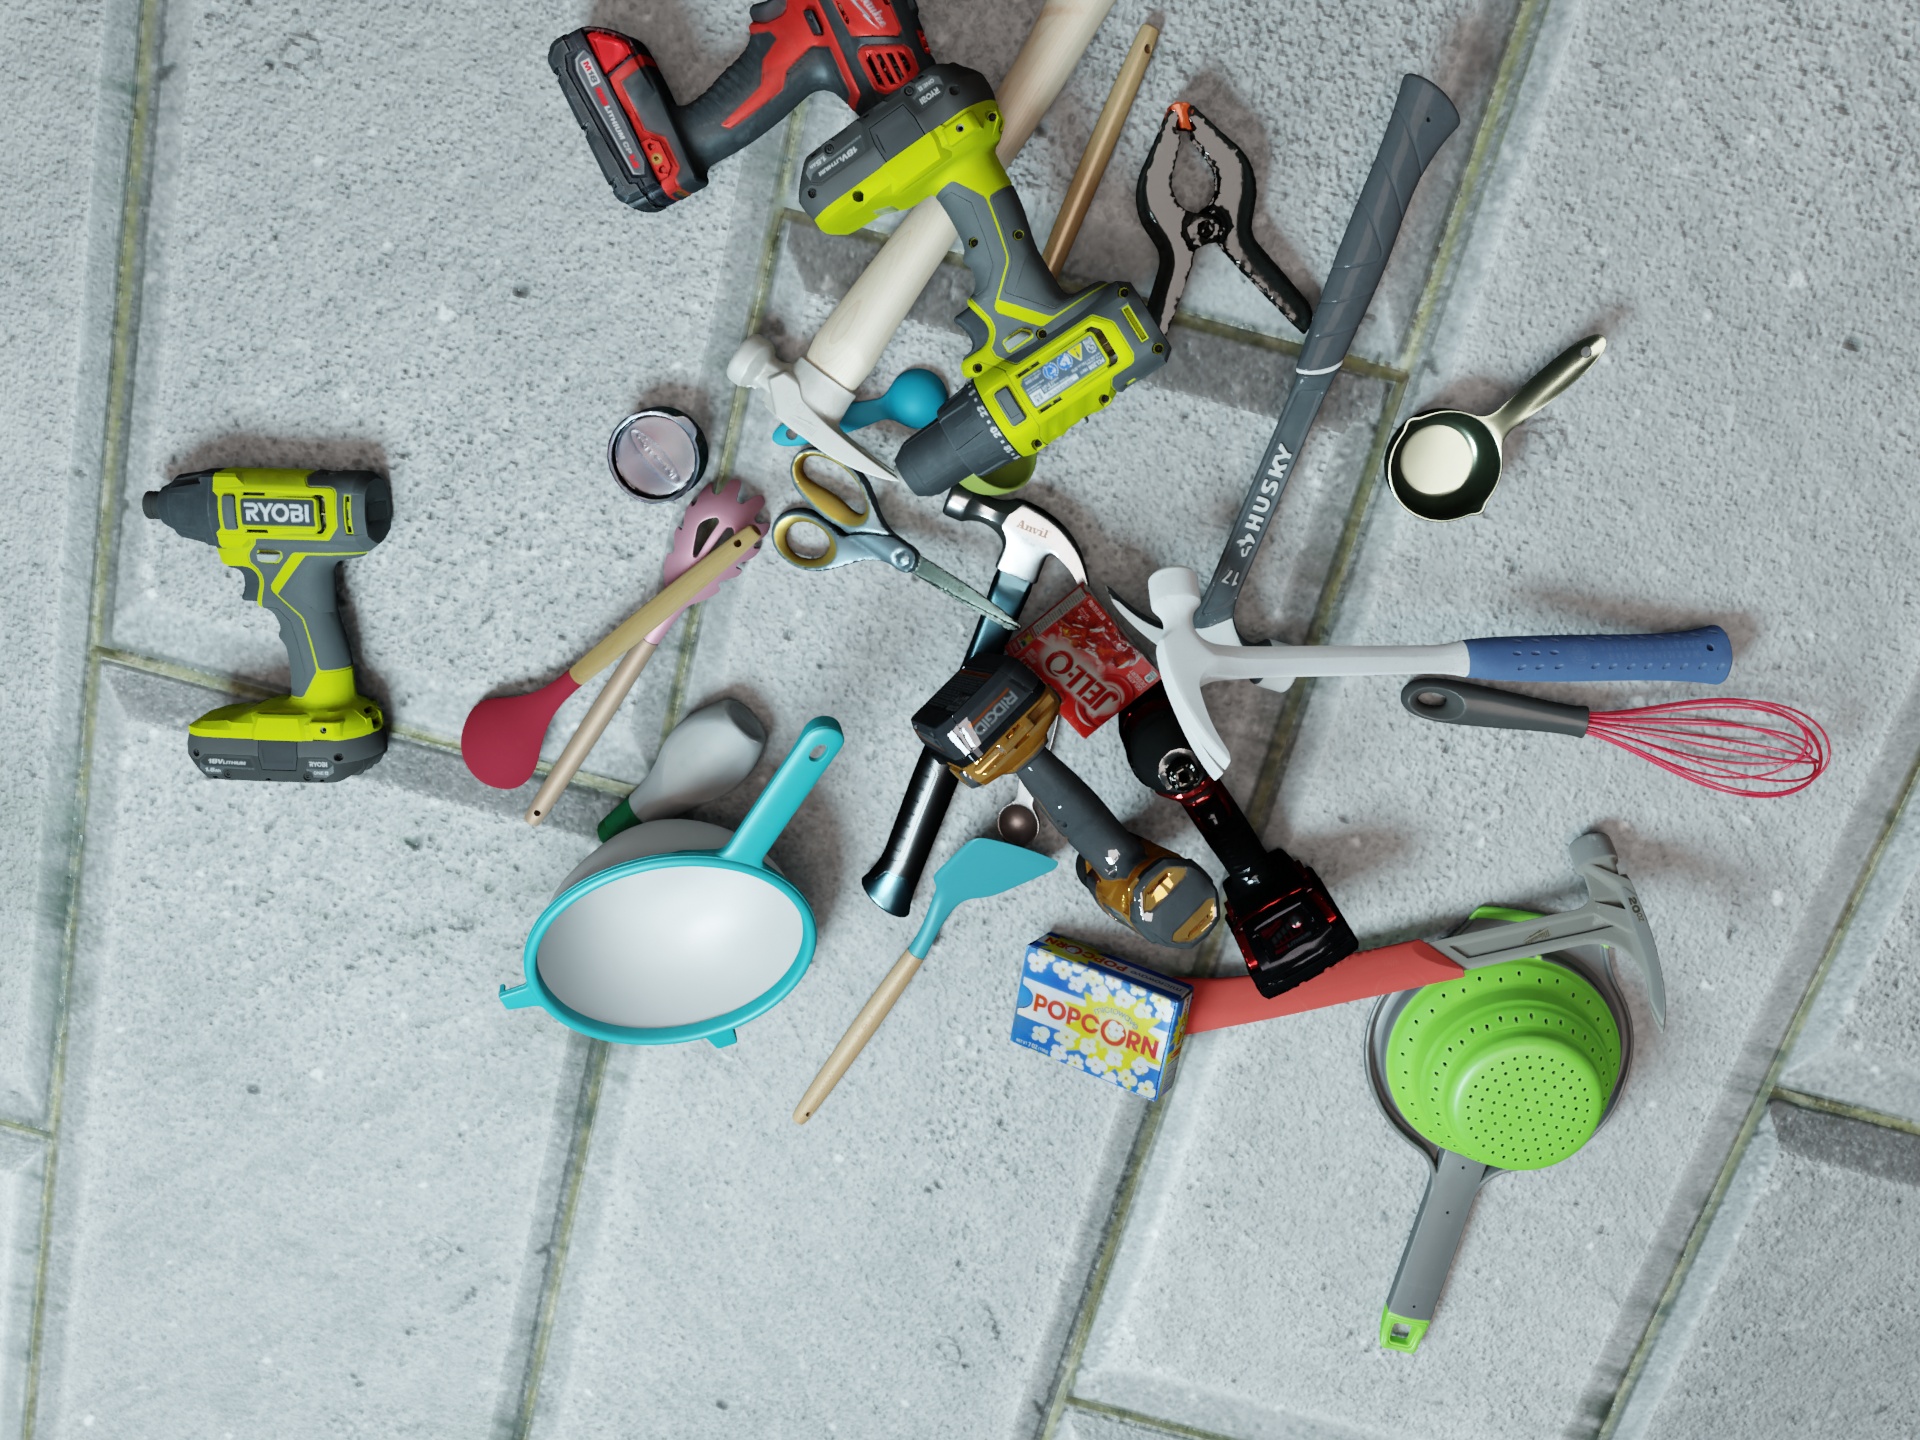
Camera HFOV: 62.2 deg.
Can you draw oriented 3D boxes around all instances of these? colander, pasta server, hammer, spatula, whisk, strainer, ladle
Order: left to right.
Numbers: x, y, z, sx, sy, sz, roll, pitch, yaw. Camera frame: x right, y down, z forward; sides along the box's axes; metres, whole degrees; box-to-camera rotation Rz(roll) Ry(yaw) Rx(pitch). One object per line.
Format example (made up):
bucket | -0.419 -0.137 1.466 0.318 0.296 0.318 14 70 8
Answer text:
ladle | -0.259 -0.045 1.153 0.315 0.031 0.069 -36 89 21
pasta server | -0.242 -0.043 1.181 0.060 0.040 0.316 34 111 -7
strainer | -0.184 0.098 1.155 0.210 0.095 0.340 19 123 -31
spatula | -0.045 0.206 1.233 0.082 0.044 0.317 20 113 -35
hammer | -0.002 -0.004 1.170 0.128 0.033 0.331 21 108 -1
hammer | 0.013 -0.354 1.048 0.146 0.038 0.410 38 105 4
ladle | 0.067 -0.303 1.061 0.078 0.062 0.320 13 108 -37
hammer | 0.227 -0.220 1.064 0.149 0.036 0.408 16 110 -11
hammer | 0.320 0.192 1.173 0.359 0.149 0.036 -16 145 14
hammer | 0.332 -0.036 1.081 0.405 0.035 0.144 -1 68 -9
colander | 0.397 0.343 1.218 0.204 0.094 0.397 12 108 0
whisk | 0.463 0.005 1.130 0.296 0.073 0.073 9 108 8

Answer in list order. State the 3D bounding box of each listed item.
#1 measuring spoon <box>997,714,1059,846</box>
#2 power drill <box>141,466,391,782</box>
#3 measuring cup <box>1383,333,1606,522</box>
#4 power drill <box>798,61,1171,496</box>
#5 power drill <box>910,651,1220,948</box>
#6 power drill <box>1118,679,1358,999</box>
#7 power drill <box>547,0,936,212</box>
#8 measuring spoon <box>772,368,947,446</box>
measuring spoon | 0.057 0.035 1.190 0.034 0.018 0.124 18 103 22
power drill | -0.504 -0.073 1.165 0.171 0.080 0.223 2 104 3
measuring cup | 0.362 -0.204 1.080 0.167 0.038 0.083 -40 101 12
power drill | -0.002 -0.272 1.009 0.190 0.080 0.228 -31 95 14
power drill | 0.069 0.057 1.105 0.084 0.185 0.226 -45 101 -6
power drill | 0.188 0.080 1.127 0.078 0.143 0.219 -32 105 8
power drill | -0.146 -0.448 1.021 0.226 0.080 0.187 -23 104 8
measuring spoon | -0.072 -0.213 1.114 0.128 0.021 0.042 -14 106 7
